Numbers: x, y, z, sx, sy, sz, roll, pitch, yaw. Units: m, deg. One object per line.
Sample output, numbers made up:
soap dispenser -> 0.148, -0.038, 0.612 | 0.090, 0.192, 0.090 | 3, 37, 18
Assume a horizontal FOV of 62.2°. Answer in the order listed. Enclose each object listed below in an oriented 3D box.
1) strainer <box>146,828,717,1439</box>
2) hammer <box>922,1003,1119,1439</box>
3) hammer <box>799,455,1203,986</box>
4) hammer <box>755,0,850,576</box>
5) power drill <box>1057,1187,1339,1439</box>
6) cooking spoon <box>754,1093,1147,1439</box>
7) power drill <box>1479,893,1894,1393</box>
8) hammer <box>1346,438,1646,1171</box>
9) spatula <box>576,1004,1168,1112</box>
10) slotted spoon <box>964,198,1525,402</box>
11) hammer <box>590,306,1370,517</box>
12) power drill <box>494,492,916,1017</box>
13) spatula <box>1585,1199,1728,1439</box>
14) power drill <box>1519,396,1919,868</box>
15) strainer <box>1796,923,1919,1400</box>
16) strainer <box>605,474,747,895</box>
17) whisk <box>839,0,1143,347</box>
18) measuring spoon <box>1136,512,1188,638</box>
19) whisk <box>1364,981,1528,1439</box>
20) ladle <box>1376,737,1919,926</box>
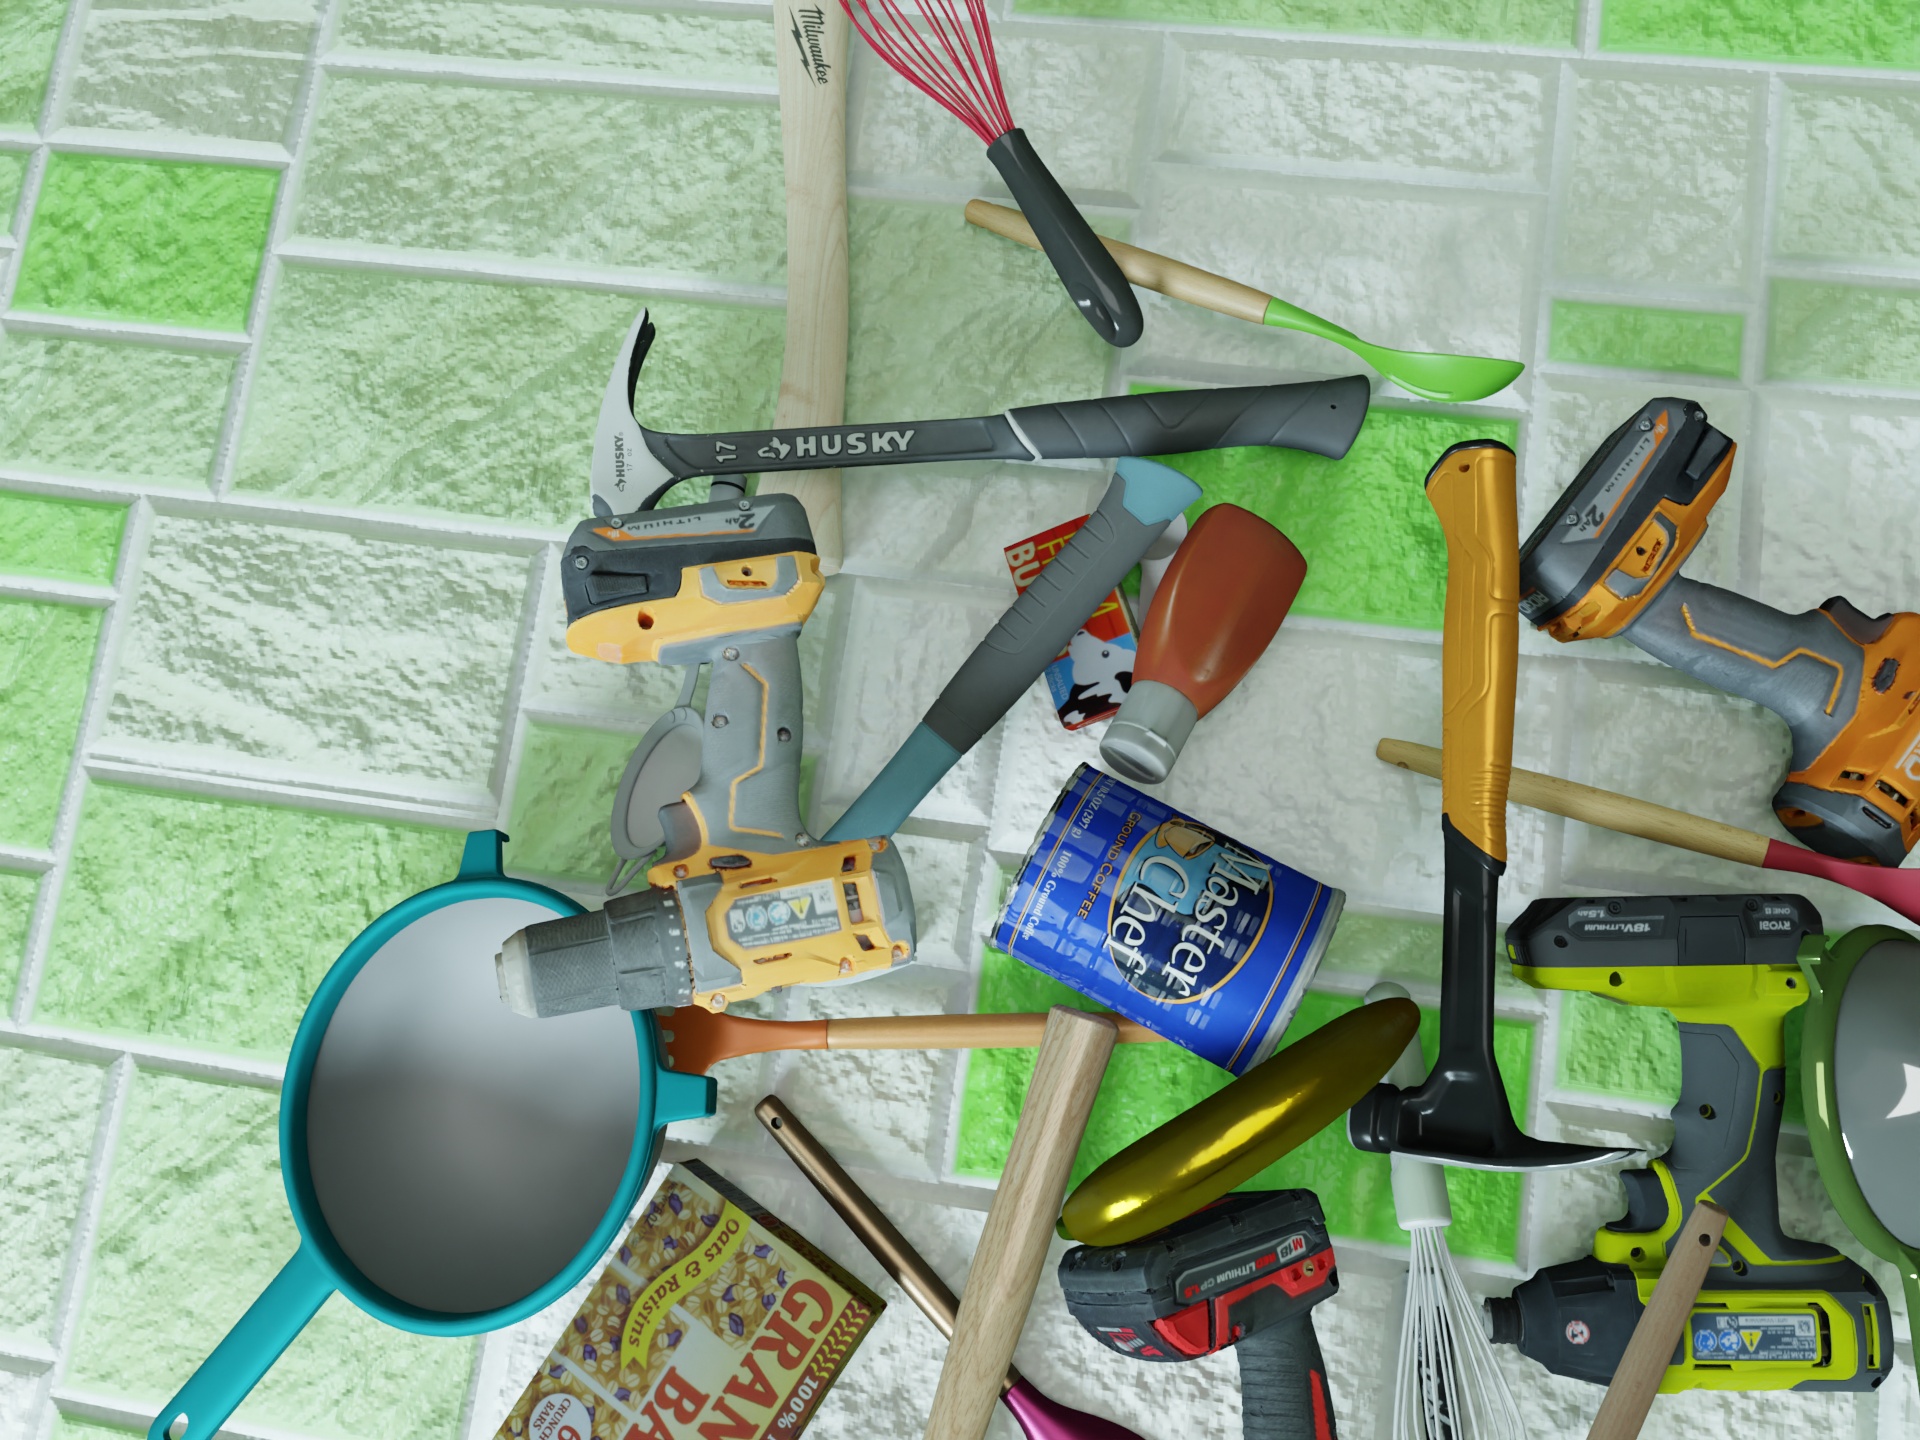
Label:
strainer -> -0.263, 0.236, 0.789 | 0.211, 0.095, 0.340 | 42, 94, 25
hammer -> 0.008, 0.298, 0.758 | 0.130, 0.031, 0.331 | 17, 83, 8
hammer -> -0.001, -0.003, 0.801 | 0.128, 0.033, 0.331 | 40, 92, -5
hammer -> -0.071, -0.283, 0.888 | 0.146, 0.038, 0.411 | -1, 80, 5
power drill -> 0.128, 0.334, 0.711 | 0.143, 0.078, 0.220 | -10, 78, -30
cooking spoon -> 0.007, 0.307, 0.782 | 0.069, 0.017, 0.319 | -44, 79, -1
power drill -> 0.326, 0.194, 0.740 | 0.171, 0.080, 0.223 | -2, 83, 6
hammer -> 0.243, 0.032, 0.729 | 0.127, 0.034, 0.337 | -6, 75, 43
spatula -> -0.042, 0.159, 0.814 | 0.322, 0.041, 0.081 | -1, 81, 2
slotted spoon -> 0.140, -0.224, 0.843 | 0.314, 0.070, 0.031 | 25, 105, 18
hammer -> 0.011, -0.153, 0.833 | 0.409, 0.036, 0.149 | -4, 80, -2
power drill -> -0.131, 0.021, 0.730 | 0.185, 0.084, 0.226 | -10, 79, -14
spatula -> 0.275, 0.356, 0.707 | 0.060, 0.018, 0.316 | 19, 99, 9
power drill -> 0.400, -0.055, 0.775 | 0.226, 0.084, 0.164 | 39, 86, 7
strainer -> 0.438, 0.214, 0.684 | 0.151, 0.069, 0.256 | 9, 74, -34
strainer -> -0.140, -0.029, 0.848 | 0.087, 0.050, 0.258 | -8, 68, 49
whisk -> 0.013, -0.322, 0.843 | 0.073, 0.073, 0.296 | -31, 84, 0
measuring spoon -> 0.105, -0.054, 0.841 | 0.034, 0.018, 0.124 | 0, 86, 23
whisk -> 0.217, 0.242, 0.739 | 0.059, 0.057, 0.247 | -6, 65, 5
ladle -> 0.353, 0.053, 0.752 | 0.315, 0.069, 0.031 | 16, 64, 24
